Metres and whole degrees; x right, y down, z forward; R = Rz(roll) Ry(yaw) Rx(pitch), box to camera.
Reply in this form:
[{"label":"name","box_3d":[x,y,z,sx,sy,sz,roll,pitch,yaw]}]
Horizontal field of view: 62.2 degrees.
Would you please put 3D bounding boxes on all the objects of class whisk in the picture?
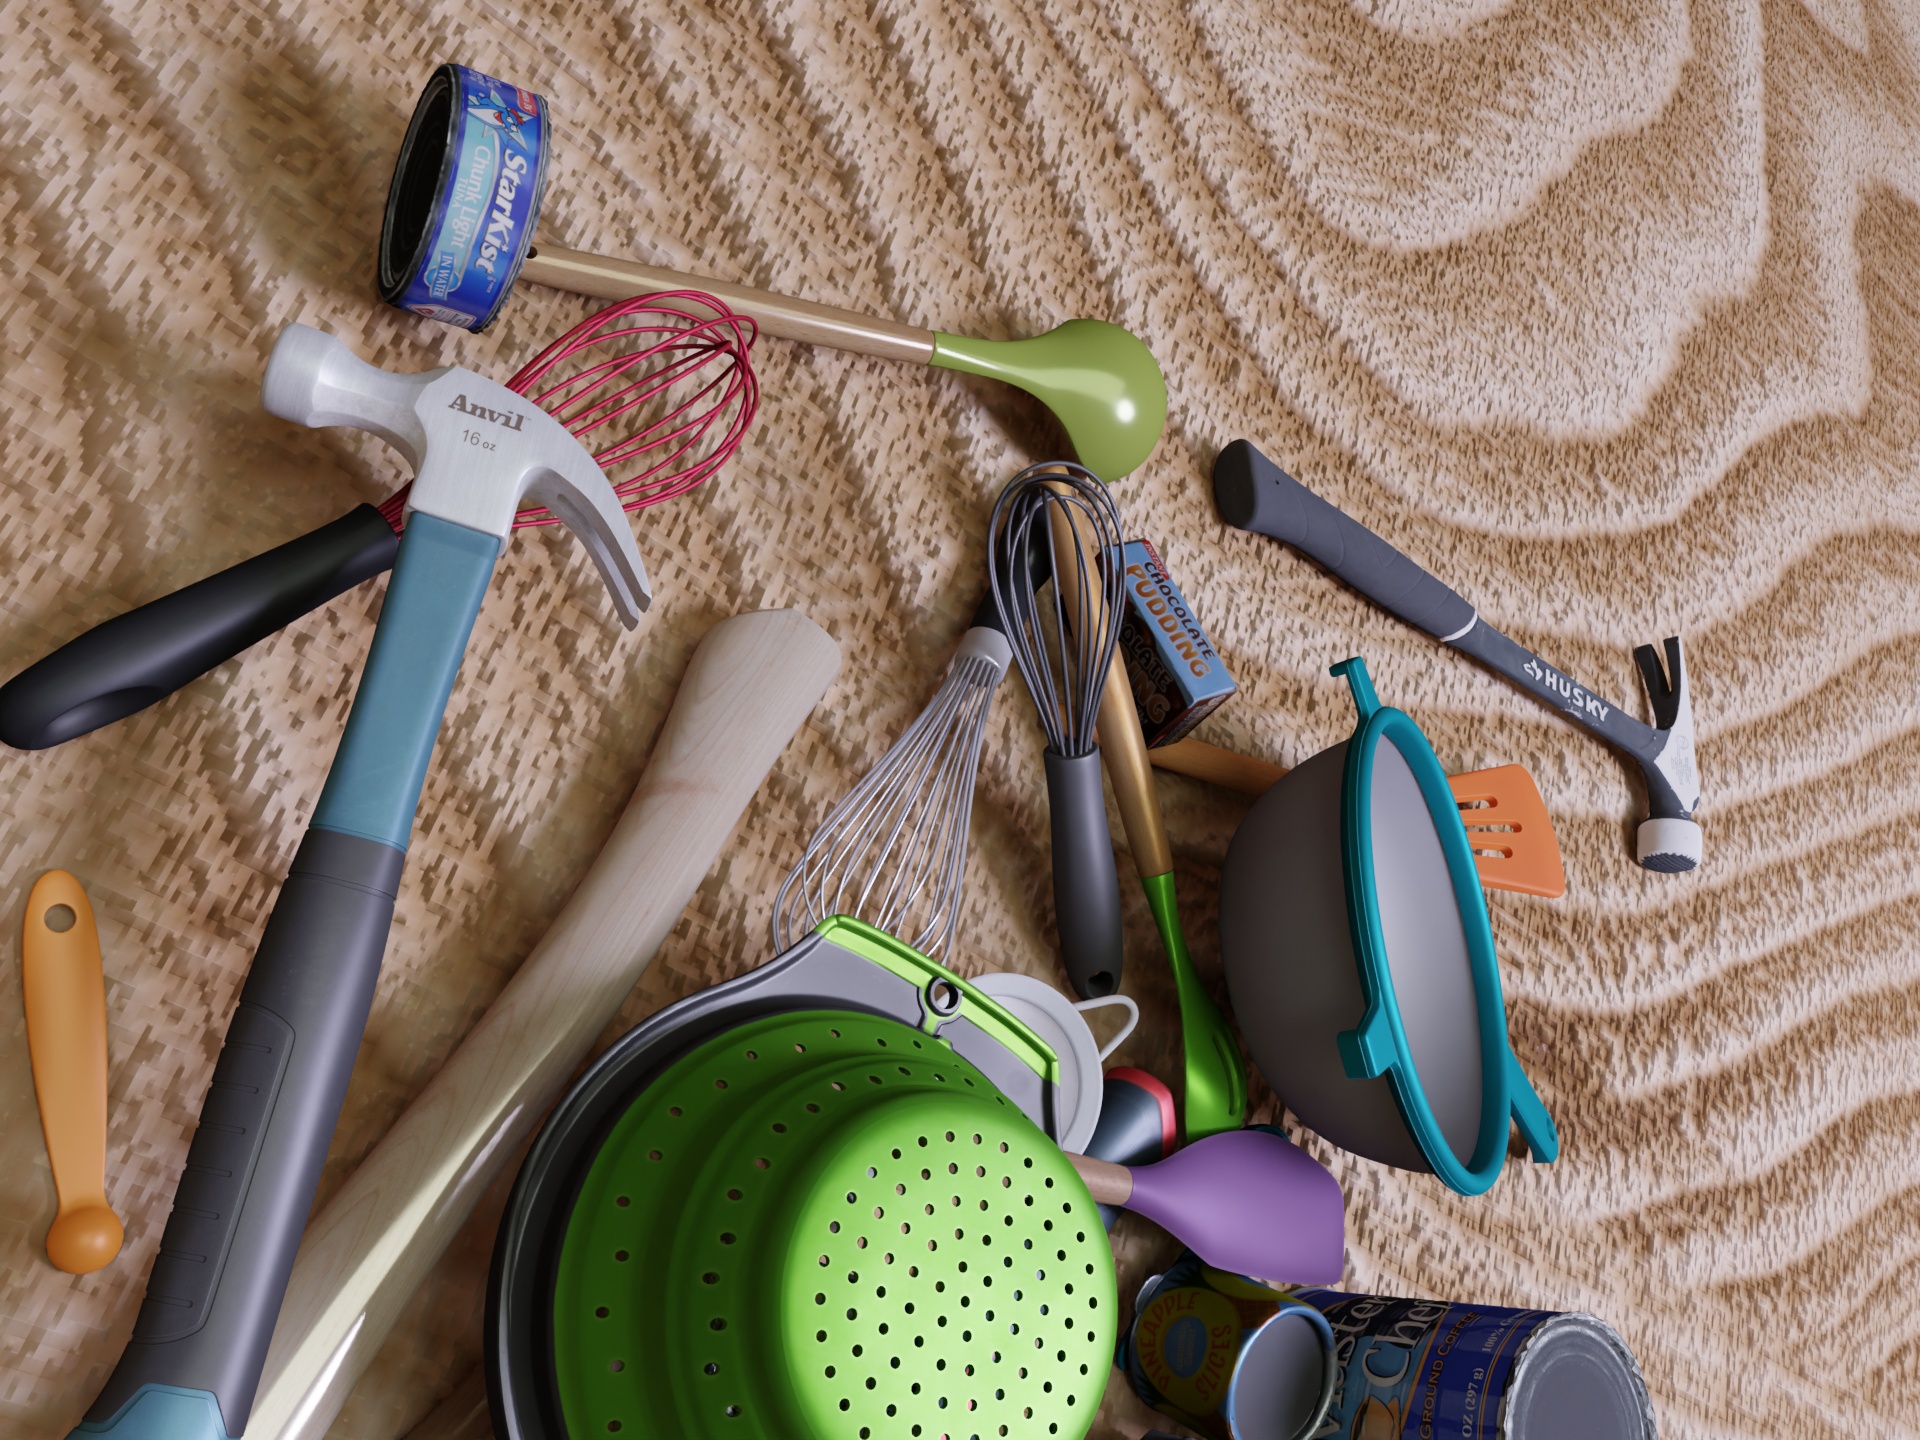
[{"label":"whisk","box_3d":[-0.179,-0.071,0.538,0.296,0.073,0.073,-37,101,-32]},{"label":"whisk","box_3d":[0.000,-0.001,0.658,0.070,0.070,0.285,40,53,-22]},{"label":"whisk","box_3d":[0.048,0.012,0.649,0.055,0.055,0.238,-26,118,-39]}]

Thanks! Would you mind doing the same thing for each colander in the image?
[{"label":"colander","box_3d":[-0.052,0.231,0.415,0.204,0.094,0.397,35,57,-17]}]

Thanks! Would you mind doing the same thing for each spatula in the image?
[{"label":"spatula","box_3d":[0.176,0.031,0.786,0.322,0.041,0.081,16,53,-31]},{"label":"spatula","box_3d":[0.043,0.172,0.610,0.315,0.018,0.060,20,63,-33]}]

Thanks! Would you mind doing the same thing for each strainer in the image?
[{"label":"strainer","box_3d":[0.201,0.140,0.753,0.340,0.095,0.211,49,38,-43]},{"label":"strainer","box_3d":[-0.037,0.170,0.590,0.258,0.050,0.087,-28,92,-33]}]

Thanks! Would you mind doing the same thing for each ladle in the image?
[{"label":"ladle","box_3d":[-0.043,-0.160,0.681,0.320,0.062,0.078,5,74,-29]}]

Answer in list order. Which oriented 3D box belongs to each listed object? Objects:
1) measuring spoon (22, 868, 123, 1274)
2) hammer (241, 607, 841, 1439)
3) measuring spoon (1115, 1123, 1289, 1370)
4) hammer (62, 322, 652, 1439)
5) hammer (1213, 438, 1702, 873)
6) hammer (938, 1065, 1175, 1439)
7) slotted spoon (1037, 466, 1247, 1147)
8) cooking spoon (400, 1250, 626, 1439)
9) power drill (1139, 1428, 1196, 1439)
[{"label":"measuring spoon","box_3d":[-0.257,0.100,0.460,0.021,0.011,0.117,-3,80,-37]},{"label":"hammer","box_3d":[-0.138,0.118,0.506,0.146,0.038,0.411,31,55,0]},{"label":"measuring spoon","box_3d":[0.102,0.228,0.696,0.128,0.021,0.042,-45,117,-27]},{"label":"hammer","box_3d":[-0.177,0.047,0.452,0.128,0.033,0.331,17,68,-17]},{"label":"hammer","box_3d":[0.297,-0.051,0.904,0.408,0.036,0.149,27,62,-29]},{"label":"hammer","box_3d":[-0.034,0.267,0.566,0.143,0.038,0.386,49,54,-14]},{"label":"slotted spoon","box_3d":[0.079,0.042,0.691,0.070,0.031,0.314,-20,95,-71]},{"label":"cooking spoon","box_3d":[-0.211,0.265,0.446,0.319,0.017,0.068,-41,104,-36]},{"label":"power drill","box_3d":[0.076,0.388,0.570,0.190,0.080,0.229,51,52,-36]}]
